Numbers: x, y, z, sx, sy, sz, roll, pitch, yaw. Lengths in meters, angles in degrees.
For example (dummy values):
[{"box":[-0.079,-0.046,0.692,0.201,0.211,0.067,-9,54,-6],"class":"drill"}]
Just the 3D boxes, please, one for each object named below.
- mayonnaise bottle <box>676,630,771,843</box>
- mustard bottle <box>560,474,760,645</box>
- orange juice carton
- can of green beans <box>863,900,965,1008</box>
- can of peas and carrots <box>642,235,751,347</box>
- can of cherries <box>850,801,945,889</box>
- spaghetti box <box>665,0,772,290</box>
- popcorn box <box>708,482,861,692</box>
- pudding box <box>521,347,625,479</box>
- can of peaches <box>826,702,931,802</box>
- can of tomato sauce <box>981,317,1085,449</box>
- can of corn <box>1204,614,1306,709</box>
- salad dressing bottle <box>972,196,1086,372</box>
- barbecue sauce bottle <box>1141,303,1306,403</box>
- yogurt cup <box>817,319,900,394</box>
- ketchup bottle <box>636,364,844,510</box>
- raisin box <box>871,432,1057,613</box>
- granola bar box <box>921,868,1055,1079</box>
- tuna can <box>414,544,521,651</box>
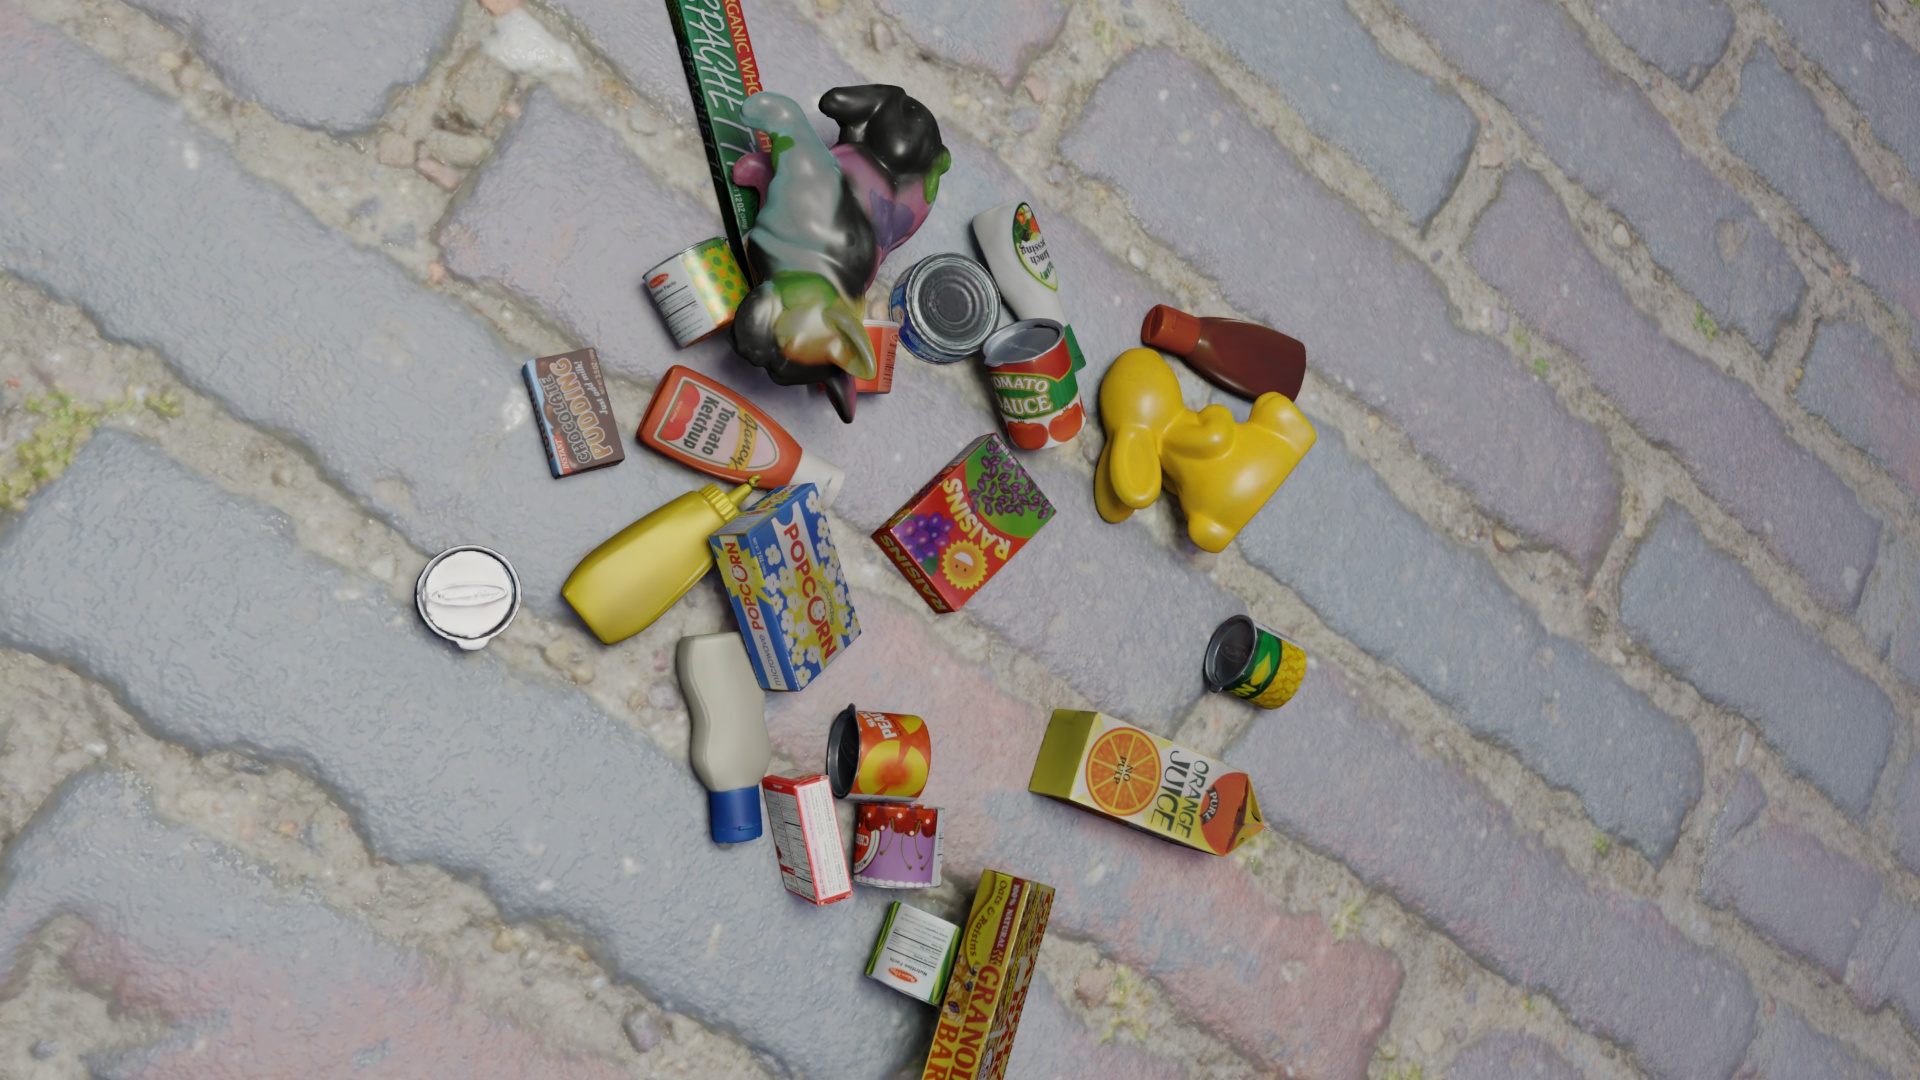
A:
[{"box":[-0.166,0.140,0.996,0.065,0.041,0.148,-3,87,-32],"class":"mayonnaise bottle"},{"box":[-0.203,0.005,0.981,0.161,0.049,0.065,-40,105,-17],"class":"mustard bottle"},{"box":[0.161,0.202,1.125,0.193,0.071,0.073,24,76,-21],"class":"orange juice carton"},{"box":[-0.031,0.306,1.029,0.071,0.071,0.058,29,73,-20],"class":"can of green beans"},{"box":[-0.185,-0.180,1.005,0.071,0.071,0.058,-31,99,-24],"class":"can of peas and carrots"},{"box":[-0.048,0.225,1.029,0.071,0.071,0.058,7,82,-24],"class":"can of cherries"},{"box":[-0.167,-0.302,1.045,0.050,0.028,0.250,-15,92,-27],"class":"spaghetti box"},{"box":[-0.122,0.033,0.992,0.085,0.038,0.126,-42,124,-50],"class":"popcorn box"},{"box":[-0.272,-0.089,0.974,0.050,0.030,0.083,-16,92,-25],"class":"pudding box"},{"box":[-0.060,0.158,1.028,0.058,0.071,0.071,9,81,-25],"class":"can of peaches"},{"box":[0.058,-0.122,1.096,0.071,0.071,0.082,-36,128,-23],"class":"can of tomato sauce"},{"box":[0.249,0.106,1.180,0.058,0.071,0.071,25,75,-21],"class":"can of corn"},{"box":[0.058,-0.203,1.130,0.064,0.044,0.147,-42,111,-55],"class":"salad dressing bottle"},{"box":[0.230,-0.166,1.210,0.148,0.043,0.065,17,78,-22],"class":"barbecue sauce bottle"},{"box":[-0.080,-0.138,1.052,0.072,0.072,0.054,-1,94,-25],"class":"yogurt cup"},{"box":[-0.157,-0.069,1.018,0.149,0.043,0.065,27,87,-21],"class":"ketchup bottle"},{"box":[0.004,-0.014,1.091,0.124,0.040,0.086,-44,104,-23],"class":"raisin box"},{"box":[0.022,0.330,1.023,0.039,0.124,0.166,13,77,16],"class":"granola bar box"},{"box":[-0.331,0.039,0.932,0.071,0.033,0.071,2,84,-25],"class":"tuna can"}]
